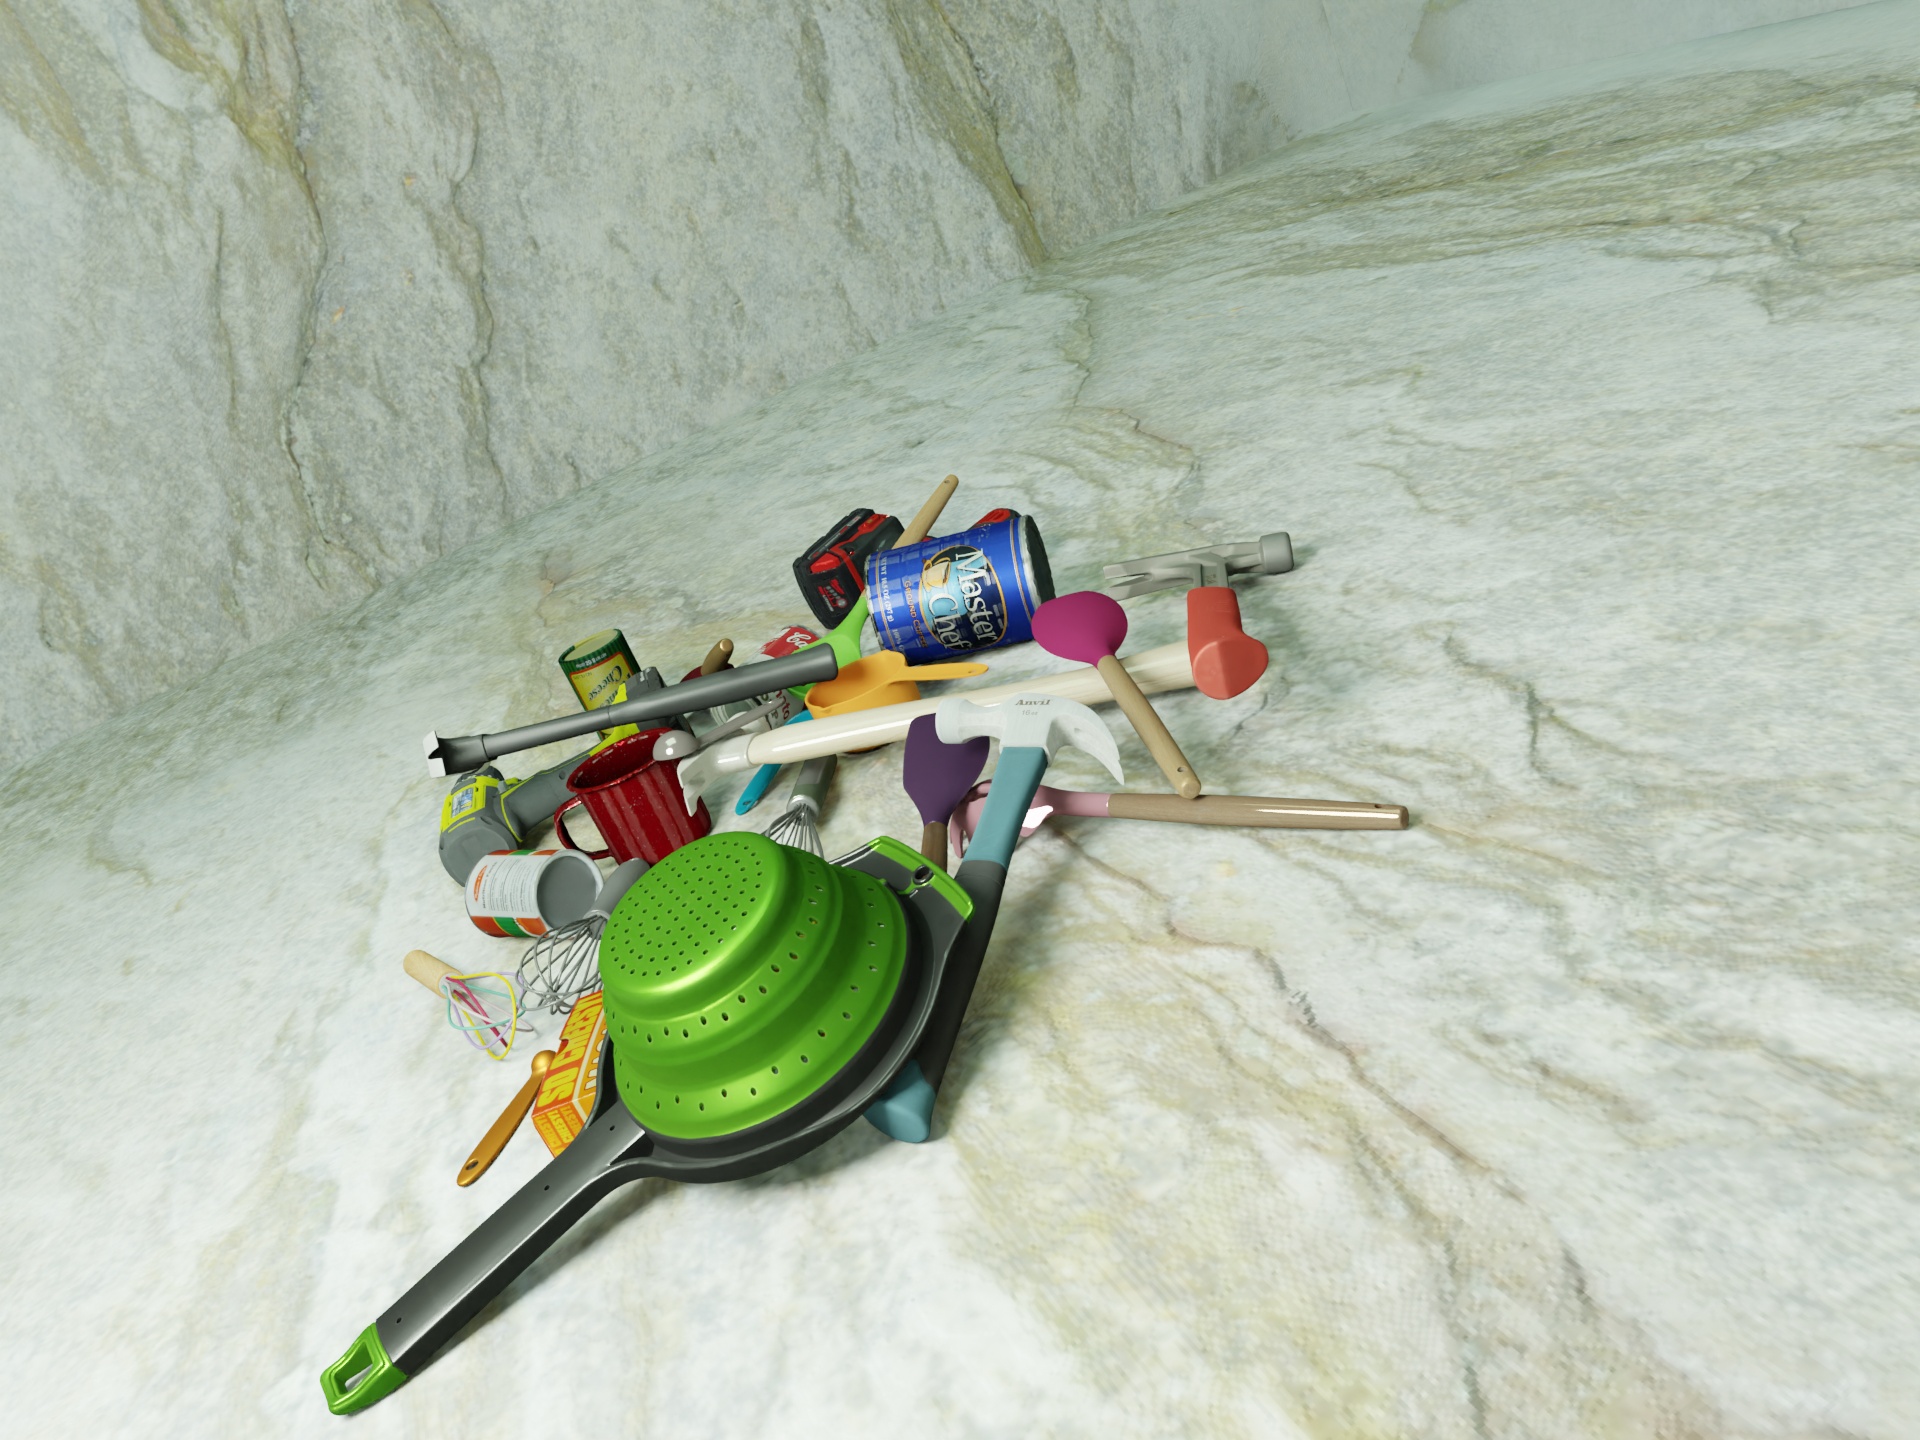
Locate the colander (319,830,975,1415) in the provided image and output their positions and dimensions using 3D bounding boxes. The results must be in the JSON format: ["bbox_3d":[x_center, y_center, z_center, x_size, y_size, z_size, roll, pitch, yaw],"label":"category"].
[{"bbox_3d":[-0.176,0.177,0.798,0.397,0.094,0.205,-41,35,-14],"label":"colander"}]

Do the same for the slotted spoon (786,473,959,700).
[{"bbox_3d":[-0.070,-0.121,1.418,0.070,0.031,0.314,18,52,17],"label":"slotted spoon"}]

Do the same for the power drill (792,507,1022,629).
[{"bbox_3d":[-0.058,-0.130,1.507,0.227,0.080,0.188,7,44,46],"label":"power drill"}]

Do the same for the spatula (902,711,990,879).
[{"bbox_3d":[-0.014,0.083,0.969,0.060,0.018,0.316,-10,34,10],"label":"spatula"}]

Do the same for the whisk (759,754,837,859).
[{"bbox_3d":[-0.115,0.068,1.143,0.058,0.059,0.246,-8,19,6],"label":"whisk"}]

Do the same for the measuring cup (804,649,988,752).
[{"bbox_3d":[-0.041,-0.015,1.252,0.174,0.052,0.095,-4,29,37],"label":"measuring cup"}]

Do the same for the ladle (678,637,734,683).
[{"bbox_3d":[-0.216,-0.044,1.379,0.069,0.031,0.315,-36,4,-14],"label":"ladle"}]

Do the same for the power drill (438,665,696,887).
[{"bbox_3d":[-0.349,0.045,1.397,0.228,0.080,0.191,-29,23,-5],"label":"power drill"}]

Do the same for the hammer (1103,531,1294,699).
[{"bbox_3d":[0.166,-0.076,1.106,0.149,0.036,0.359,-10,14,11],"label":"hammer"}]

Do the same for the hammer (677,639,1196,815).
[{"bbox_3d":[-0.002,-0.004,1.140,0.410,0.038,0.146,-11,15,14],"label":"hammer"}]

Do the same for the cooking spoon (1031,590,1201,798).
[{"bbox_3d":[0.105,-0.027,1.060,0.069,0.017,0.319,-17,27,-3],"label":"cooking spoon"}]

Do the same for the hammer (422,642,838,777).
[{"bbox_3d":[-0.260,-0.008,1.262,0.335,0.035,0.146,-14,0,-1],"label":"hammer"}]

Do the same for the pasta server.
[{"bbox_3d":[0.118,0.058,0.956,0.316,0.040,0.060,0,31,38],"label":"pasta server"}]

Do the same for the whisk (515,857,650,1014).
[{"bbox_3d":[-0.251,0.142,1.094,0.055,0.055,0.239,-21,12,8],"label":"whisk"}]

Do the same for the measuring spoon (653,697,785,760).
[{"bbox_3d":[-0.179,0.001,1.188,0.034,0.018,0.124,1,21,44],"label":"measuring spoon"}]

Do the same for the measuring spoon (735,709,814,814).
[{"bbox_3d":[-0.145,0.038,1.290,0.042,0.021,0.129,-6,37,36],"label":"measuring spoon"}]

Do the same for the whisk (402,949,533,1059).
[{"bbox_3d":[-0.351,0.192,1.109,0.051,0.047,0.245,-26,16,-29],"label":"whisk"}]

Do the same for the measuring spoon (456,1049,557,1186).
[{"bbox_3d":[-0.273,0.236,0.957,0.021,0.011,0.117,-15,23,22],"label":"measuring spoon"}]

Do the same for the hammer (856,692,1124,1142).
[{"bbox_3d":[0.008,0.095,0.895,0.128,0.033,0.331,-1,39,21],"label":"hammer"}]
